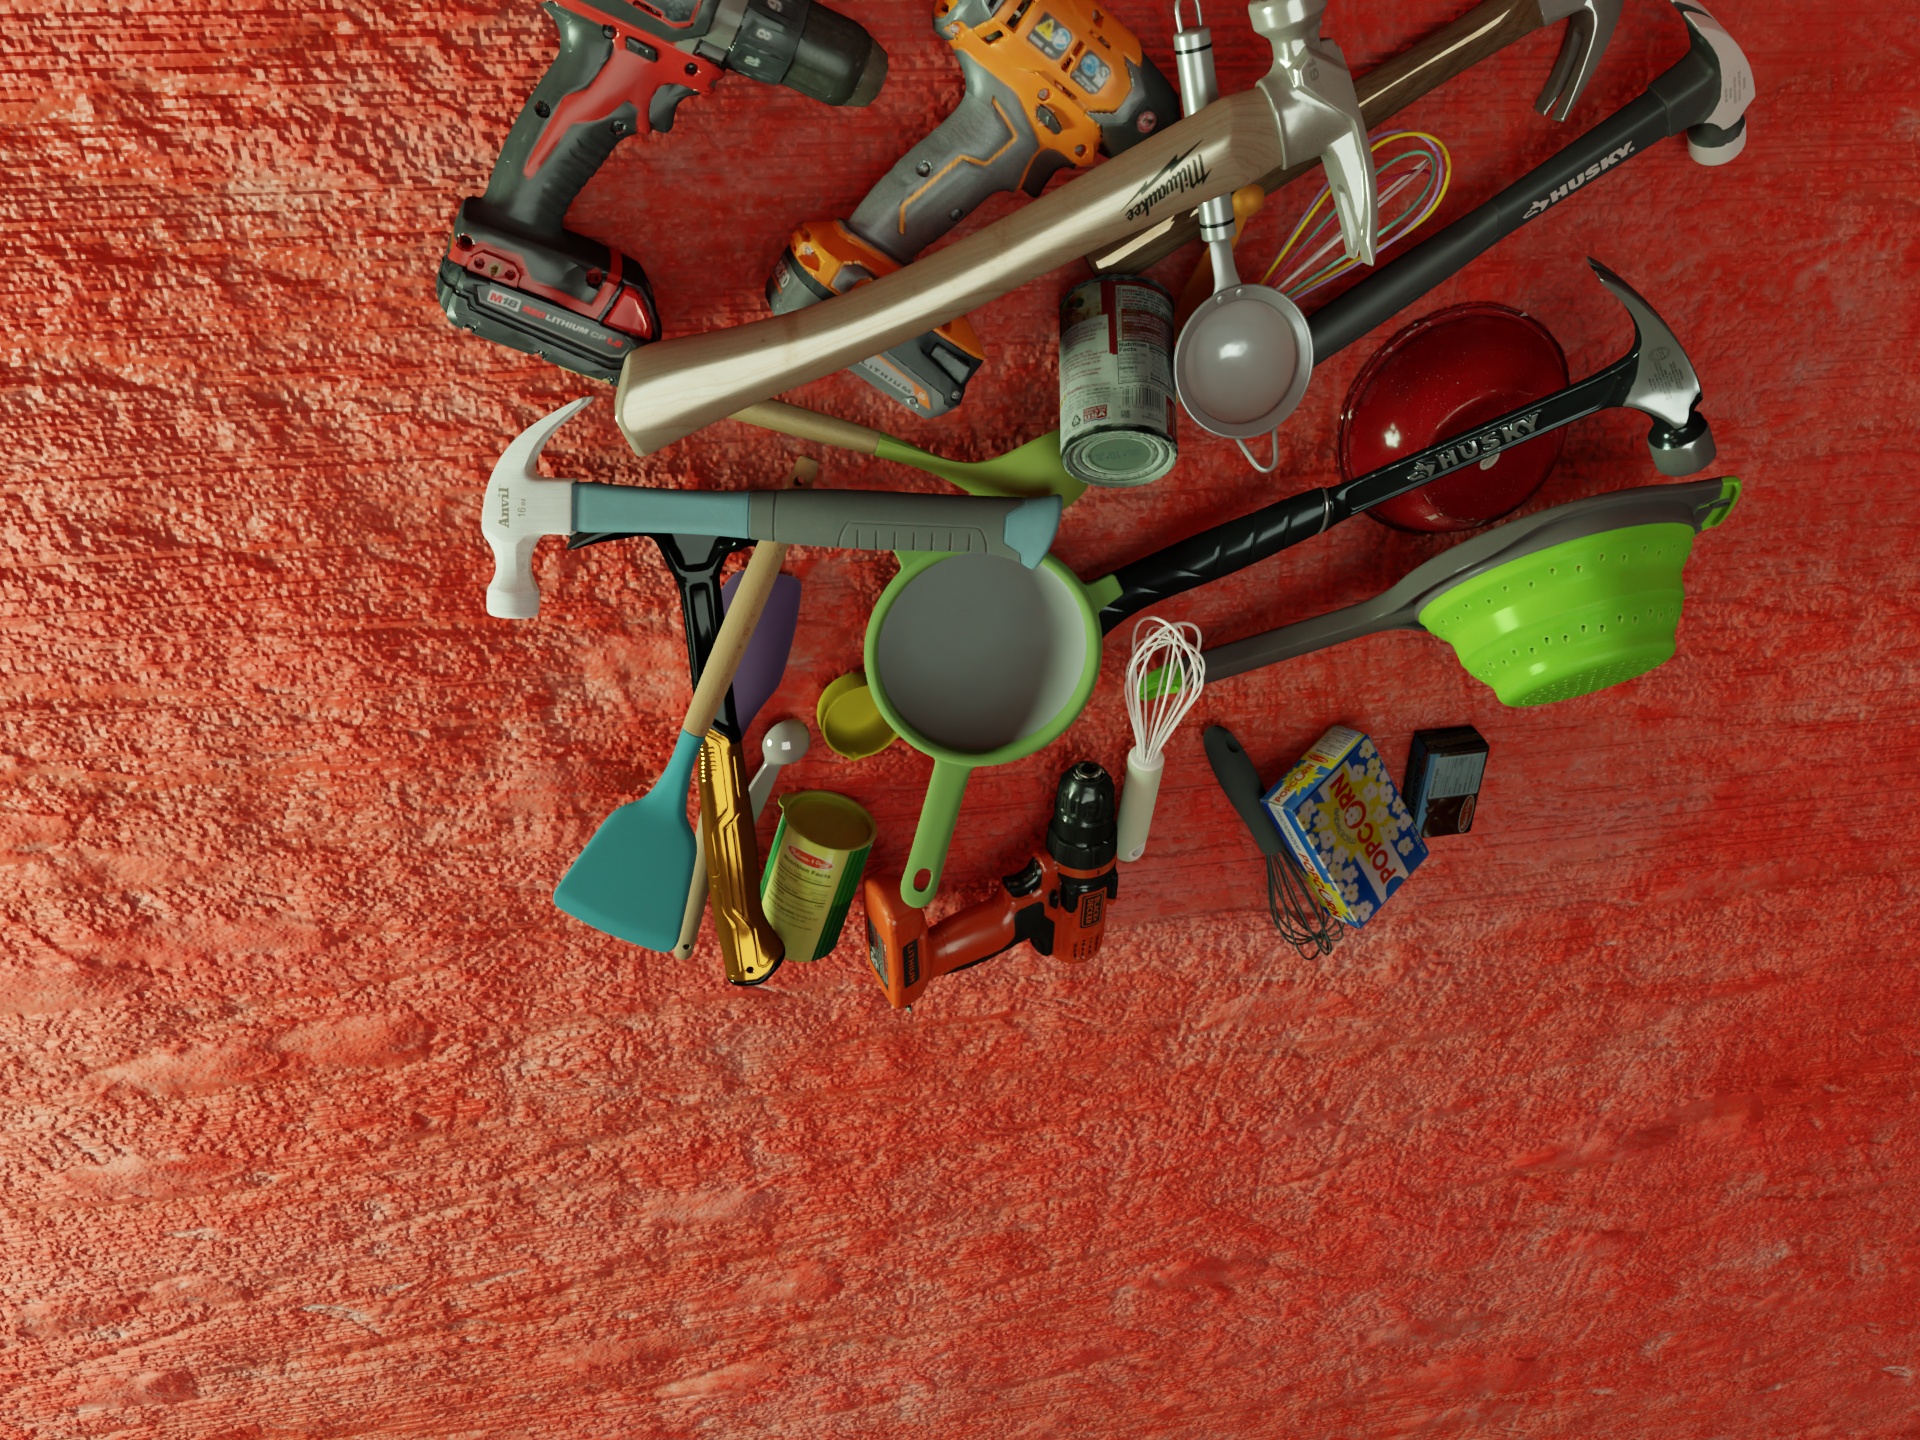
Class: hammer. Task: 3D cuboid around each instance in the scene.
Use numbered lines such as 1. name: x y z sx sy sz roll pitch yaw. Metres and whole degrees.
1. hammer: 0.219 -0.341 0.899 0.331 0.031 0.129 -30 124 9
2. hammer: 0.240 -0.141 0.982 0.409 0.036 0.149 -22 124 19
3. hammer: 0.298 -0.286 0.929 0.335 0.035 0.146 -32 153 16
4. hammer: -0.163 0.024 1.022 0.127 0.034 0.336 -8 114 -8
5. hammer: 0.017 -0.227 0.821 0.410 0.038 0.146 -25 117 0
6. hammer: -0.107 -0.117 0.918 0.331 0.033 0.128 2 103 -2

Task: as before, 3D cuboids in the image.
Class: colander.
1. colander: 0.313 -0.044 1.041 0.397 0.094 0.204 -17 166 15

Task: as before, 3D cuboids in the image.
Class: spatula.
1. spatula: -0.164 0.038 1.077 0.059 0.018 0.315 7 121 -16
2. spatula: -0.153 -0.012 0.965 0.082 0.044 0.317 24 105 -3

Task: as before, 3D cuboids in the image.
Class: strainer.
1. strainer: -0.002 -0.003 1.037 0.151 0.069 0.256 11 109 -12
2. strainer: 0.143 -0.262 0.872 0.087 0.050 0.258 -20 119 -10

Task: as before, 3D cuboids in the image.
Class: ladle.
1. ladle: -0.072 -0.181 0.936 0.320 0.078 0.062 13 76 -12

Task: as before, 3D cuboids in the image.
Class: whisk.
1. whisk: 0.183 -0.244 0.927 0.047 0.051 0.245 16 134 -43
2. whisk: 0.232 0.093 1.190 0.055 0.055 0.238 -28 121 7
3. whisk: 0.128 0.020 1.091 0.058 0.059 0.246 -31 147 -26

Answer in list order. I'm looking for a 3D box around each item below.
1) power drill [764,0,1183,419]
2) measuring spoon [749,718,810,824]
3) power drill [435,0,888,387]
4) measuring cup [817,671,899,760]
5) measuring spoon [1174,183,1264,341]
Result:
1. power drill: 0.016 -0.282 0.864 0.164 0.084 0.226 28 110 -28
2. measuring spoon: -0.135 0.054 1.082 0.034 0.018 0.124 10 117 -44
3. power drill: -0.158 -0.292 0.821 0.187 0.080 0.226 17 115 -23
4. measuring cup: -0.024 -0.005 1.082 0.156 0.029 0.062 1 122 -27
5. measuring spoon: 0.147 -0.260 0.919 0.021 0.011 0.116 -6 149 -22
